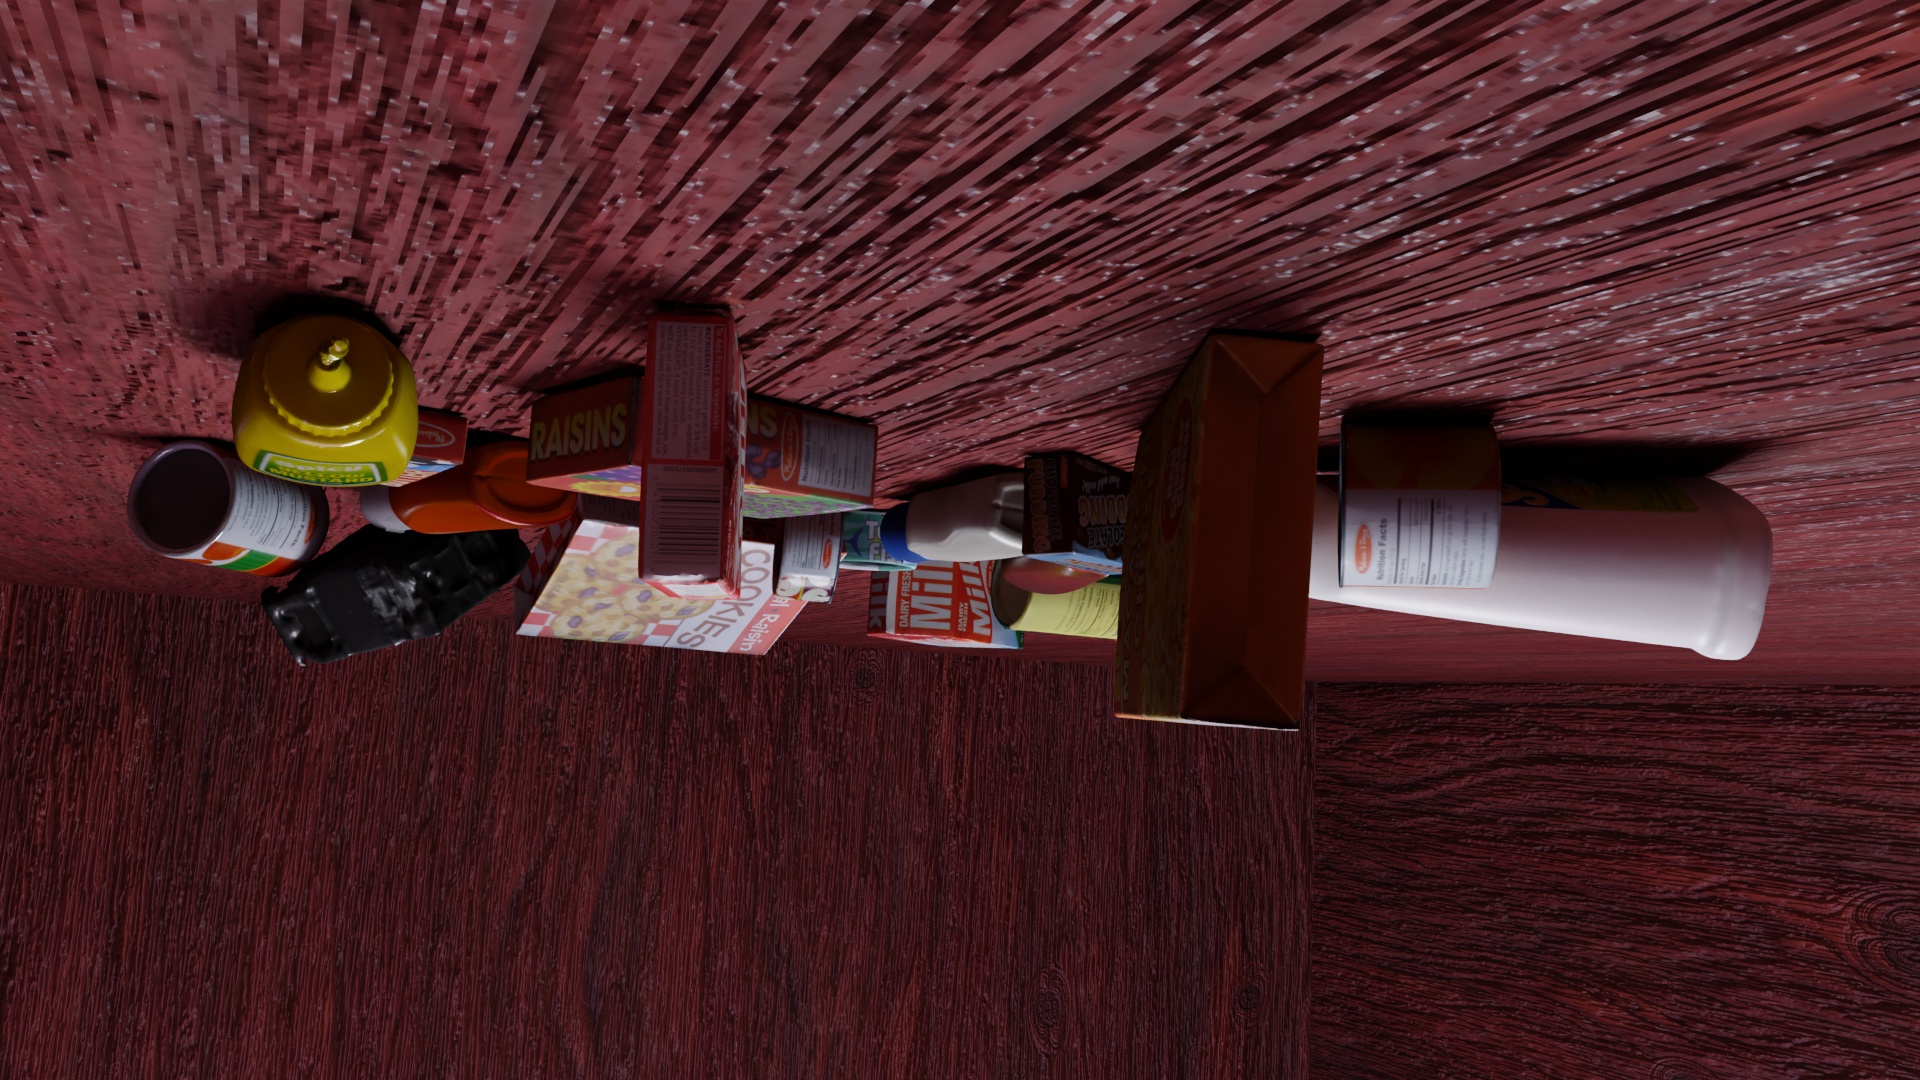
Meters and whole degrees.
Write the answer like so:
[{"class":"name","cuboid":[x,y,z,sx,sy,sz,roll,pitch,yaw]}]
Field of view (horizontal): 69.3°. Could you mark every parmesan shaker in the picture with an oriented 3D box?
[{"class":"parmesan shaker","cuboid":[0.081,0.031,0.975,0.103,0.071,0.071,8,171,-25]}]

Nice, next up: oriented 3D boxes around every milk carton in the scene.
[{"class":"milk carton","cuboid":[-0.015,0.042,1.063,0.073,0.072,0.190,0,173,22]}]

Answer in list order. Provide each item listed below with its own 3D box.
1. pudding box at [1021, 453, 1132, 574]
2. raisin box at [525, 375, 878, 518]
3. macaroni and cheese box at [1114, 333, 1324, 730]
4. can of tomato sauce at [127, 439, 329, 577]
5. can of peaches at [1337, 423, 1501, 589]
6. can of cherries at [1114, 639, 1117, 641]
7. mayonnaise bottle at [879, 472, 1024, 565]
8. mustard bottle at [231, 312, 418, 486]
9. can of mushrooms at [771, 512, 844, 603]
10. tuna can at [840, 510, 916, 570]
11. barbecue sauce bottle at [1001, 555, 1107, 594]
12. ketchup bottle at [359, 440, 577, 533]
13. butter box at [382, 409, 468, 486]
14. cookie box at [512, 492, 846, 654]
[{"class":"pudding box","cuboid":[0.062,-0.011,0.687,0.030,0.050,0.084,-3,170,32]},{"class":"raisin box","cuboid":[-0.109,-0.038,0.595,0.123,0.040,0.086,8,172,-43]},{"class":"macaroni and cheese box","cuboid":[0.089,0.005,0.511,0.040,0.124,0.166,6,173,-1]},{"class":"can of tomato sauce","cuboid":[-0.412,-0.017,0.782,0.071,0.071,0.083,2,172,10]},{"class":"can of peaches","cuboid":[0.180,-0.015,0.552,0.058,0.071,0.071,1,172,15]},{"class":"can of cherries","cuboid":[0.148,0.052,1.095,0.071,0.071,0.058,-3,170,39]},{"class":"mayonnaise bottle","cuboid":[0.003,-0.010,0.768,0.065,0.041,0.148,9,172,-29]},{"class":"mustard bottle","cuboid":[-0.228,-0.051,0.499,0.065,0.049,0.160,5,173,-23]},{"class":"can of mushrooms","cuboid":[-0.088,0.002,0.793,0.033,0.071,0.071,5,172,-12]},{"class":"tuna can","cuboid":[-0.058,0.000,0.901,0.071,0.033,0.071,3,173,0]},{"class":"barbecue sauce bottle","cuboid":[0.067,0.005,0.844,0.065,0.044,0.148,4,172,-8]},{"class":"ketchup bottle","cuboid":[-0.270,-0.026,0.741,0.148,0.043,0.065,-3,172,42]},{"class":"butter box","cuboid":[-0.278,-0.046,0.663,0.053,0.024,0.103,9,170,-36]},{"class":"cookie box","cuboid":[-0.172,0.017,0.851,0.168,0.040,0.122,8,141,-33]}]
